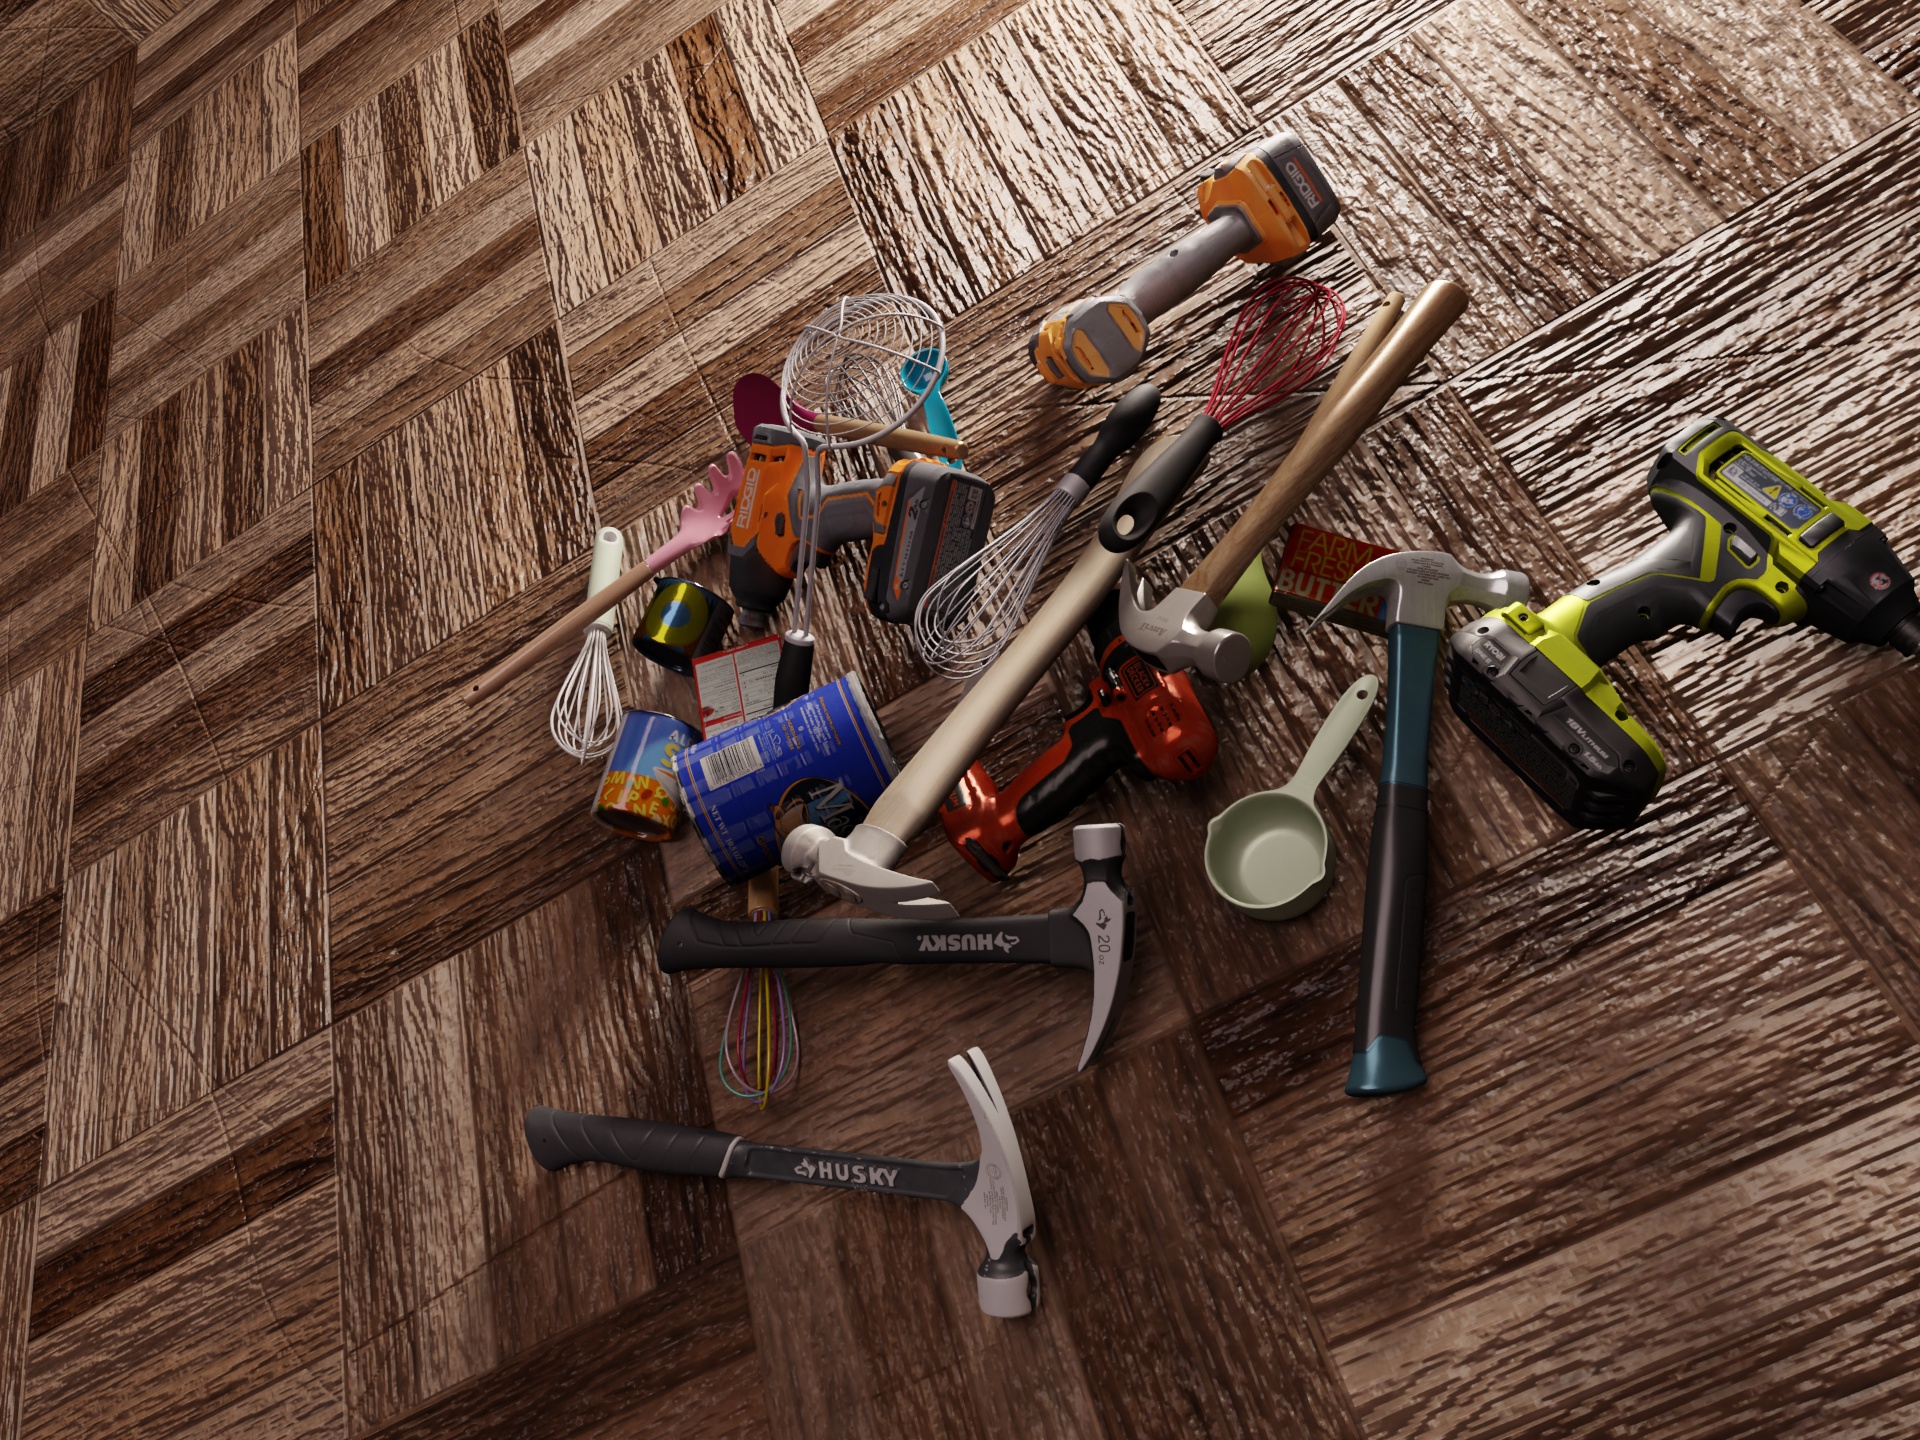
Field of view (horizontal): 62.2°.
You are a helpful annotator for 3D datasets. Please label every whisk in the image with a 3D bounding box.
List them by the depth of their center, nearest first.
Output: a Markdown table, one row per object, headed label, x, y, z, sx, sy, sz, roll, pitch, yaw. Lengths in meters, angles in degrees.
| label | x | y | z | sx | sy | sz | roll | pitch | yaw |
| --- | --- | --- | --- | --- | --- | --- | --- | --- | --- |
| whisk | 0.178 | -0.211 | 1.083 | 0.073 | 0.073 | 0.296 | 17 | 55 | 37 |
| whisk | -0.140 | 0.157 | 1.115 | 0.051 | 0.047 | 0.245 | -13 | 52 | 10 |
| whisk | 0.063 | -0.142 | 1.151 | 0.070 | 0.070 | 0.285 | 24 | 67 | 38 |
| whisk | -0.045 | -0.220 | 1.278 | 0.055 | 0.055 | 0.239 | -37 | 56 | 6 |
| whisk | -0.307 | -0.069 | 1.345 | 0.057 | 0.059 | 0.247 | 8 | 53 | -14 |

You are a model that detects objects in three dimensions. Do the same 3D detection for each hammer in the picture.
| label | x | y | z | sx | sy | sz | roll | pitch | yaw |
| --- | --- | --- | --- | --- | --- | --- | --- | --- | --- |
| hammer | 0.257 | 0.053 | 0.921 | 0.128 | 0.033 | 0.331 | 10 | 71 | -2 |
| hammer | -0.132 | 0.276 | 1.015 | 0.409 | 0.036 | 0.149 | -4 | 92 | 34 |
| hammer | -0.049 | 0.147 | 1.017 | 0.335 | 0.035 | 0.146 | -5 | 86 | 24 |
| hammer | 0.219 | -0.161 | 1.020 | 0.331 | 0.031 | 0.130 | -50 | 34 | -13 |
| hammer | 0.053 | -0.042 | 1.040 | 0.146 | 0.038 | 0.411 | 10 | 55 | 49 |

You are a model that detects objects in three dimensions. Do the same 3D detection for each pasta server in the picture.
| label | x | y | z | sx | sy | sz | roll | pitch | yaw |
| --- | --- | --- | --- | --- | --- | --- | --- | --- | --- |
| pasta server | -0.283 | -0.115 | 1.319 | 0.316 | 0.040 | 0.060 | -39 | 61 | -12 |

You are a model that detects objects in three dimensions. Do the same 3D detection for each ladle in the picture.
| label | x | y | z | sx | sy | sz | roll | pitch | yaw |
| --- | --- | --- | --- | --- | --- | --- | --- | --- | --- |
| ladle | 0.236 | -0.166 | 1.087 | 0.078 | 0.062 | 0.320 | 12 | 62 | 46 |

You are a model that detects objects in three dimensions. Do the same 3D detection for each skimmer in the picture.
| label | x | y | z | sx | sy | sz | roll | pitch | yaw |
| --- | --- | --- | --- | --- | --- | --- | --- | --- | --- |
| skimmer | -0.088 | -0.121 | 1.141 | 0.127 | 0.090 | 0.363 | 24 | 116 | 34 |

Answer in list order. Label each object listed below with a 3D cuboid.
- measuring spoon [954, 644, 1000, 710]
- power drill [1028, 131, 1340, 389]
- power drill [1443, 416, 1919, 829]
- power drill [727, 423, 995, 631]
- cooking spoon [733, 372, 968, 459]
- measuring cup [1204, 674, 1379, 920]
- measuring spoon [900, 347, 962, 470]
| label | x | y | z | sx | sy | sz | roll | pitch | yaw |
| --- | --- | --- | --- | --- | --- | --- | --- | --- | --- |
| measuring spoon | -0.002 | -0.004 | 1.139 | 0.034 | 0.018 | 0.124 | 12 | 69 | 35 |
| power drill | 0.149 | -0.327 | 1.177 | 0.226 | 0.084 | 0.185 | -39 | 14 | -1 |
| power drill | 0.398 | -0.049 | 0.877 | 0.223 | 0.080 | 0.171 | -37 | 61 | -5 |
| power drill | -0.092 | -0.134 | 1.220 | 0.227 | 0.084 | 0.164 | 18 | 96 | 40 |
| cooking spoon | -0.099 | -0.238 | 1.290 | 0.319 | 0.017 | 0.068 | 22 | 120 | 47 |
| measuring cup | 0.214 | 0.048 | 0.970 | 0.083 | 0.038 | 0.167 | 25 | 76 | 38 |
| measuring spoon | -0.016 | -0.248 | 1.297 | 0.042 | 0.021 | 0.129 | -22 | 63 | 13 |
